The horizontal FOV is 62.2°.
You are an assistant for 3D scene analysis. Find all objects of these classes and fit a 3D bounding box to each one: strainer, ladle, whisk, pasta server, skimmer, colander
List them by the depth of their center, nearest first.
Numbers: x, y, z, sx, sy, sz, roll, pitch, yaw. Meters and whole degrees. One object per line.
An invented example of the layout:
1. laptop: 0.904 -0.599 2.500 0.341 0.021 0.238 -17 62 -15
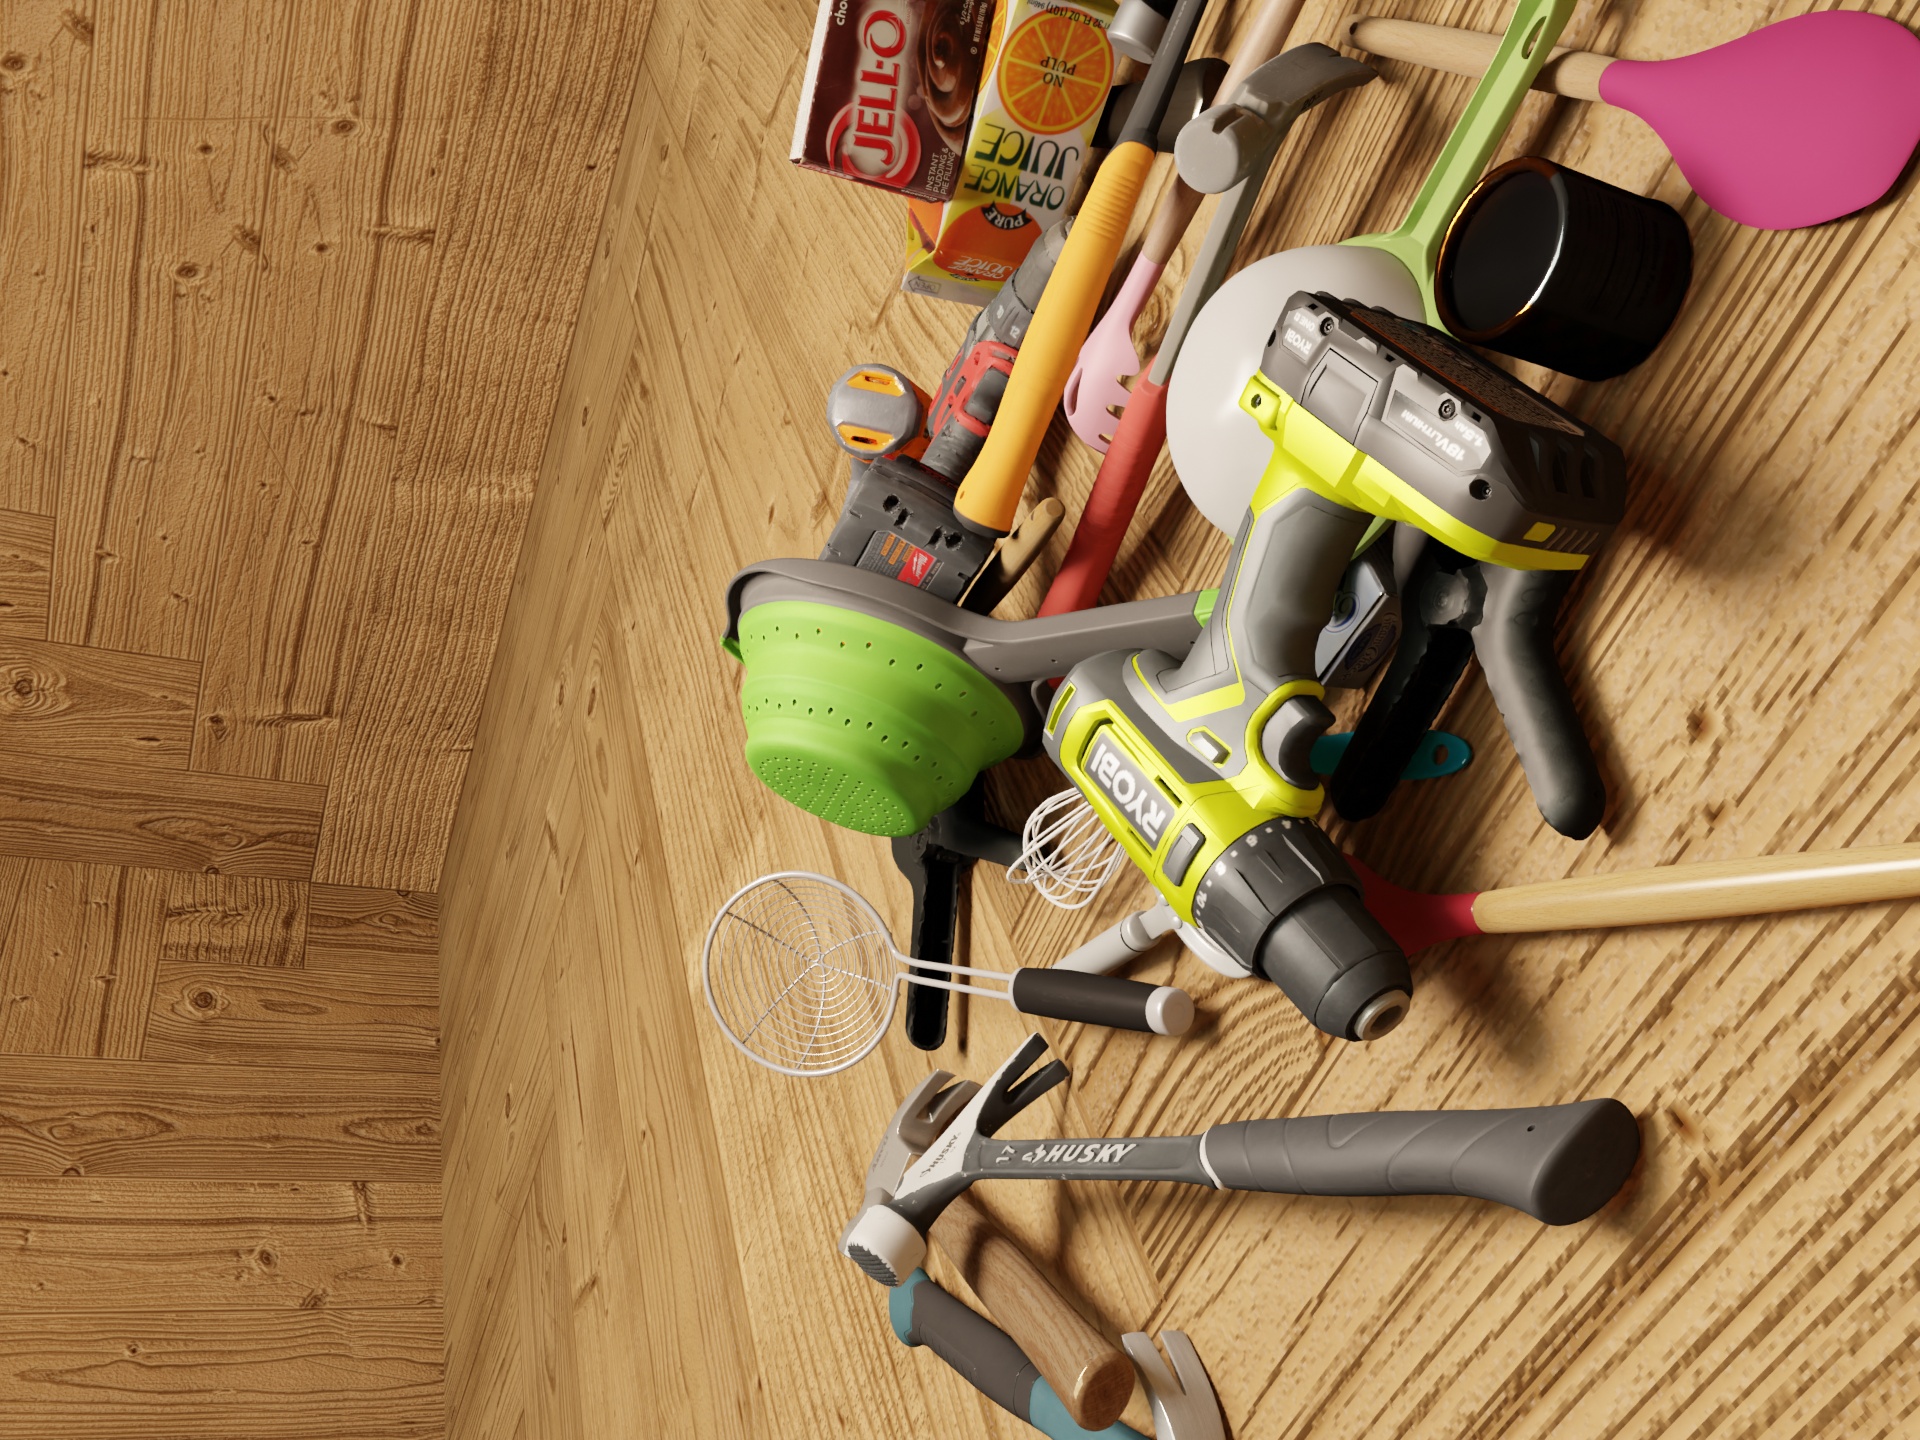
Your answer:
1. ladle: 0.203 0.066 0.553 0.315 0.031 0.069 -22 63 60
2. strainer: 0.152 -0.179 0.641 0.256 0.069 0.152 -64 29 30
3. strainer: 0.092 0.097 0.768 0.087 0.050 0.258 63 151 12
4. whisk: 0.088 0.026 0.770 0.246 0.059 0.058 -53 54 50
5. pasta server: 0.115 -0.251 0.790 0.316 0.040 0.060 118 150 -49
6. colander: -0.001 -0.003 0.837 0.397 0.204 0.094 -6 55 49
7. skimmer: -0.024 0.148 0.866 0.363 0.090 0.127 -5 92 56

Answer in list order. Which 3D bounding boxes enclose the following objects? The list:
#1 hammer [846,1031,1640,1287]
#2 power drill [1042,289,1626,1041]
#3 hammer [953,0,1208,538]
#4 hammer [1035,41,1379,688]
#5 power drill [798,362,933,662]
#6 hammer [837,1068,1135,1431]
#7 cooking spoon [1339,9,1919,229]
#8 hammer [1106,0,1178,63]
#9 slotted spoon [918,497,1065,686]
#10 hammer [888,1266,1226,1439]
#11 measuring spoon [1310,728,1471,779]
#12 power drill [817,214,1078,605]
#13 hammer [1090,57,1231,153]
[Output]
1. hammer: 0.100 0.182 0.673 0.149 0.036 0.409 -46 13 -34
2. power drill: 0.133 -0.018 0.576 0.191 0.080 0.228 52 128 41
3. hammer: 0.072 -0.240 0.752 0.127 0.034 0.336 -110 40 -64
4. hammer: 0.098 -0.154 0.797 0.149 0.037 0.358 -43 -19 -43
5. power drill: -0.063 -0.124 1.103 0.164 0.084 0.226 -28 -49 -80
6. hammer: 0.010 0.276 0.836 0.130 0.031 0.331 -68 19 -4
7. cooking spoon: 0.231 -0.245 0.602 0.068 0.017 0.319 -70 27 21
8. hammer: 0.183 -0.364 0.708 0.146 0.035 0.335 -63 31 10
9. slotted spoon: 0.012 -0.072 0.921 0.313 0.031 0.070 136 143 -73
10. hammer: 0.037 0.345 0.814 0.331 0.033 0.128 175 102 -65
11. measuring spoon: 0.166 0.016 0.668 0.129 0.021 0.042 -2 77 56
12. power drill: 0.008 -0.170 0.915 0.187 0.080 0.227 -52 10 54
13. hammer: 0.061 -0.374 0.998 0.411 0.038 0.146 -132 53 -59
